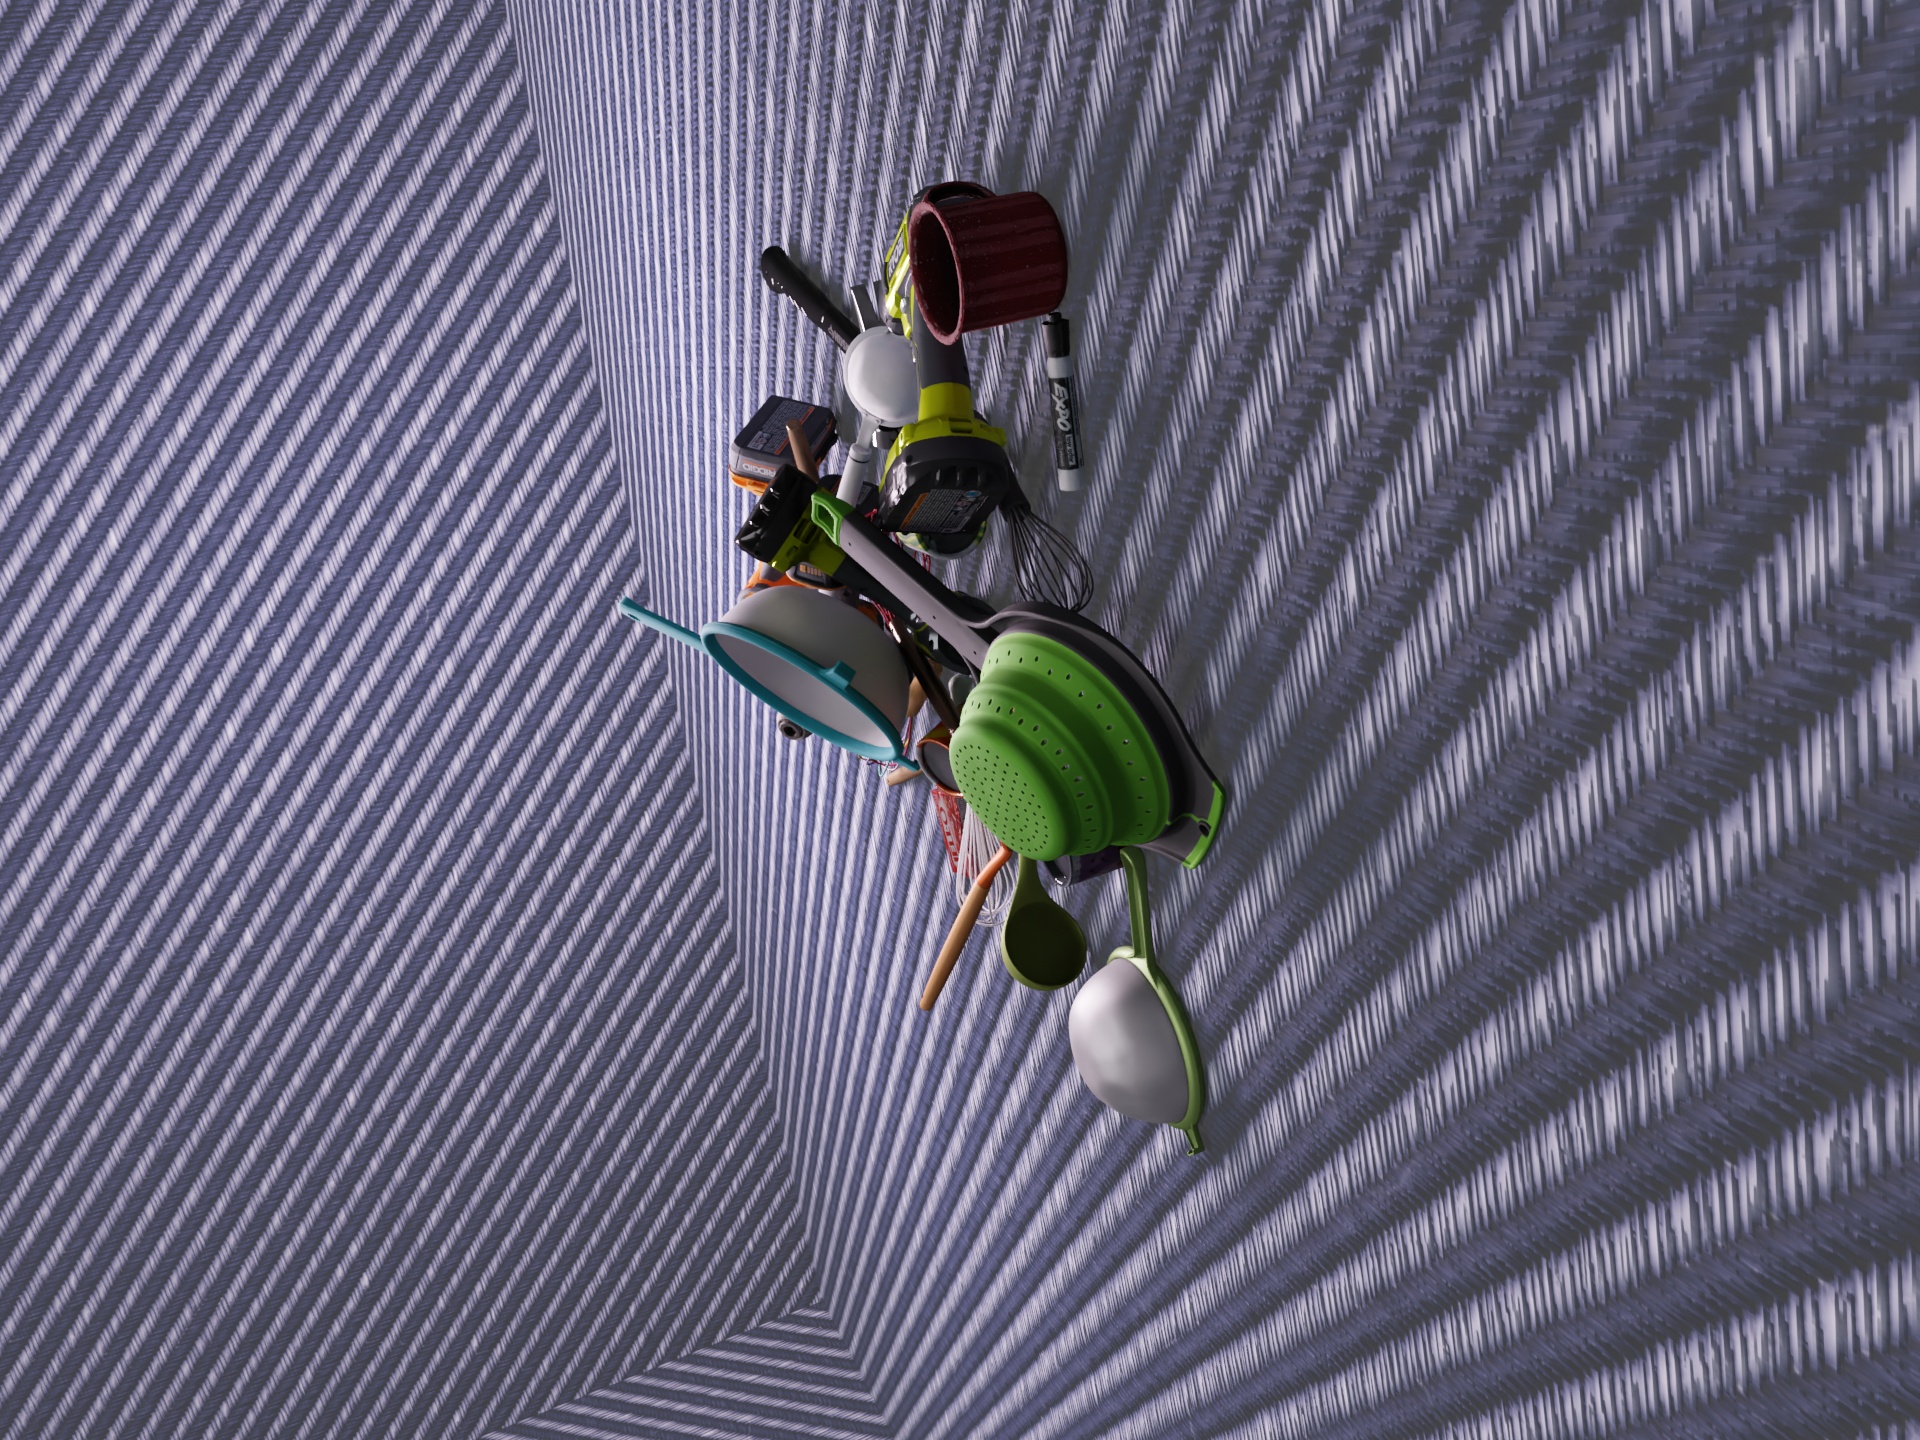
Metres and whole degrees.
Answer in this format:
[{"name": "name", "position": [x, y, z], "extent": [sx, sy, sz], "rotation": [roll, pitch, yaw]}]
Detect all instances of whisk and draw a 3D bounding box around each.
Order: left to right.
[{"name": "whisk", "position": [-0.063, -0.105, 1.537], "extent": [0.295, 0.073, 0.073], "rotation": [91, 157, -57]}, {"name": "whisk", "position": [-0.061, -0.002, 1.631], "extent": [0.245, 0.047, 0.051], "rotation": [124, 164, -62]}, {"name": "whisk", "position": [0.015, 0.076, 1.480], "extent": [0.058, 0.059, 0.246], "rotation": [-58, -38, -73]}, {"name": "whisk", "position": [0.041, -0.159, 1.189], "extent": [0.055, 0.055, 0.239], "rotation": [95, 157, -49]}]

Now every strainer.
[{"name": "strainer", "position": [-0.173, -0.080, 1.469], "extent": [0.341, 0.095, 0.210], "rotation": [24, 164, 29]}, {"name": "strainer", "position": [-0.085, -0.240, 1.390], "extent": [0.087, 0.050, 0.258], "rotation": [31, 130, 12]}, {"name": "strainer", "position": [0.121, 0.213, 1.228], "extent": [0.152, 0.069, 0.256], "rotation": [-134, 31, -56]}]

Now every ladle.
[{"name": "ladle", "position": [0.061, 0.071, 1.323], "extent": [0.062, 0.078, 0.320], "rotation": [18, 116, 58]}]

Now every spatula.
[{"name": "spatula", "position": [-0.145, -0.220, 1.603], "extent": [0.315, 0.018, 0.060], "rotation": [81, -160, -71]}, {"name": "spatula", "position": [0.005, 0.160, 1.446], "extent": [0.081, 0.041, 0.322], "rotation": [-78, 8, -51]}]

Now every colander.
[{"name": "colander", "position": [0.003, -0.023, 1.118], "extent": [0.397, 0.094, 0.204], "rotation": [42, 152, 21]}]

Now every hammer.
[{"name": "hammer", "position": [-0.128, -0.390, 1.516], "extent": [0.335, 0.035, 0.146], "rotation": [-127, 26, -49]}]

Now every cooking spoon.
[{"name": "cooking spoon", "position": [-0.034, 0.043, 1.639], "extent": [0.319, 0.017, 0.069], "rotation": [150, 104, -72]}]

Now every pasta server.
[{"name": "pasta server", "position": [-0.002, -0.004, 1.358], "extent": [0.317, 0.040, 0.060], "rotation": [-121, 37, -51]}]

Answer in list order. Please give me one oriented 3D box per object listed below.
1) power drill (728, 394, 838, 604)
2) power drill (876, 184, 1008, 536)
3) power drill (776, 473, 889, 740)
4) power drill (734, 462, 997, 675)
[{"name": "power drill", "position": [-0.181, -0.225, 1.688], "extent": [0.164, 0.084, 0.226], "rotation": [-63, -16, -44]}, {"name": "power drill", "position": [-0.022, -0.258, 1.189], "extent": [0.171, 0.080, 0.223], "rotation": [139, 130, -70]}, {"name": "power drill", "position": [-0.133, -0.105, 1.574], "extent": [0.226, 0.084, 0.185], "rotation": [94, -162, -46]}, {"name": "power drill", "position": [-0.074, -0.121, 1.344], "extent": [0.228, 0.080, 0.191], "rotation": [32, -178, -12]}]
